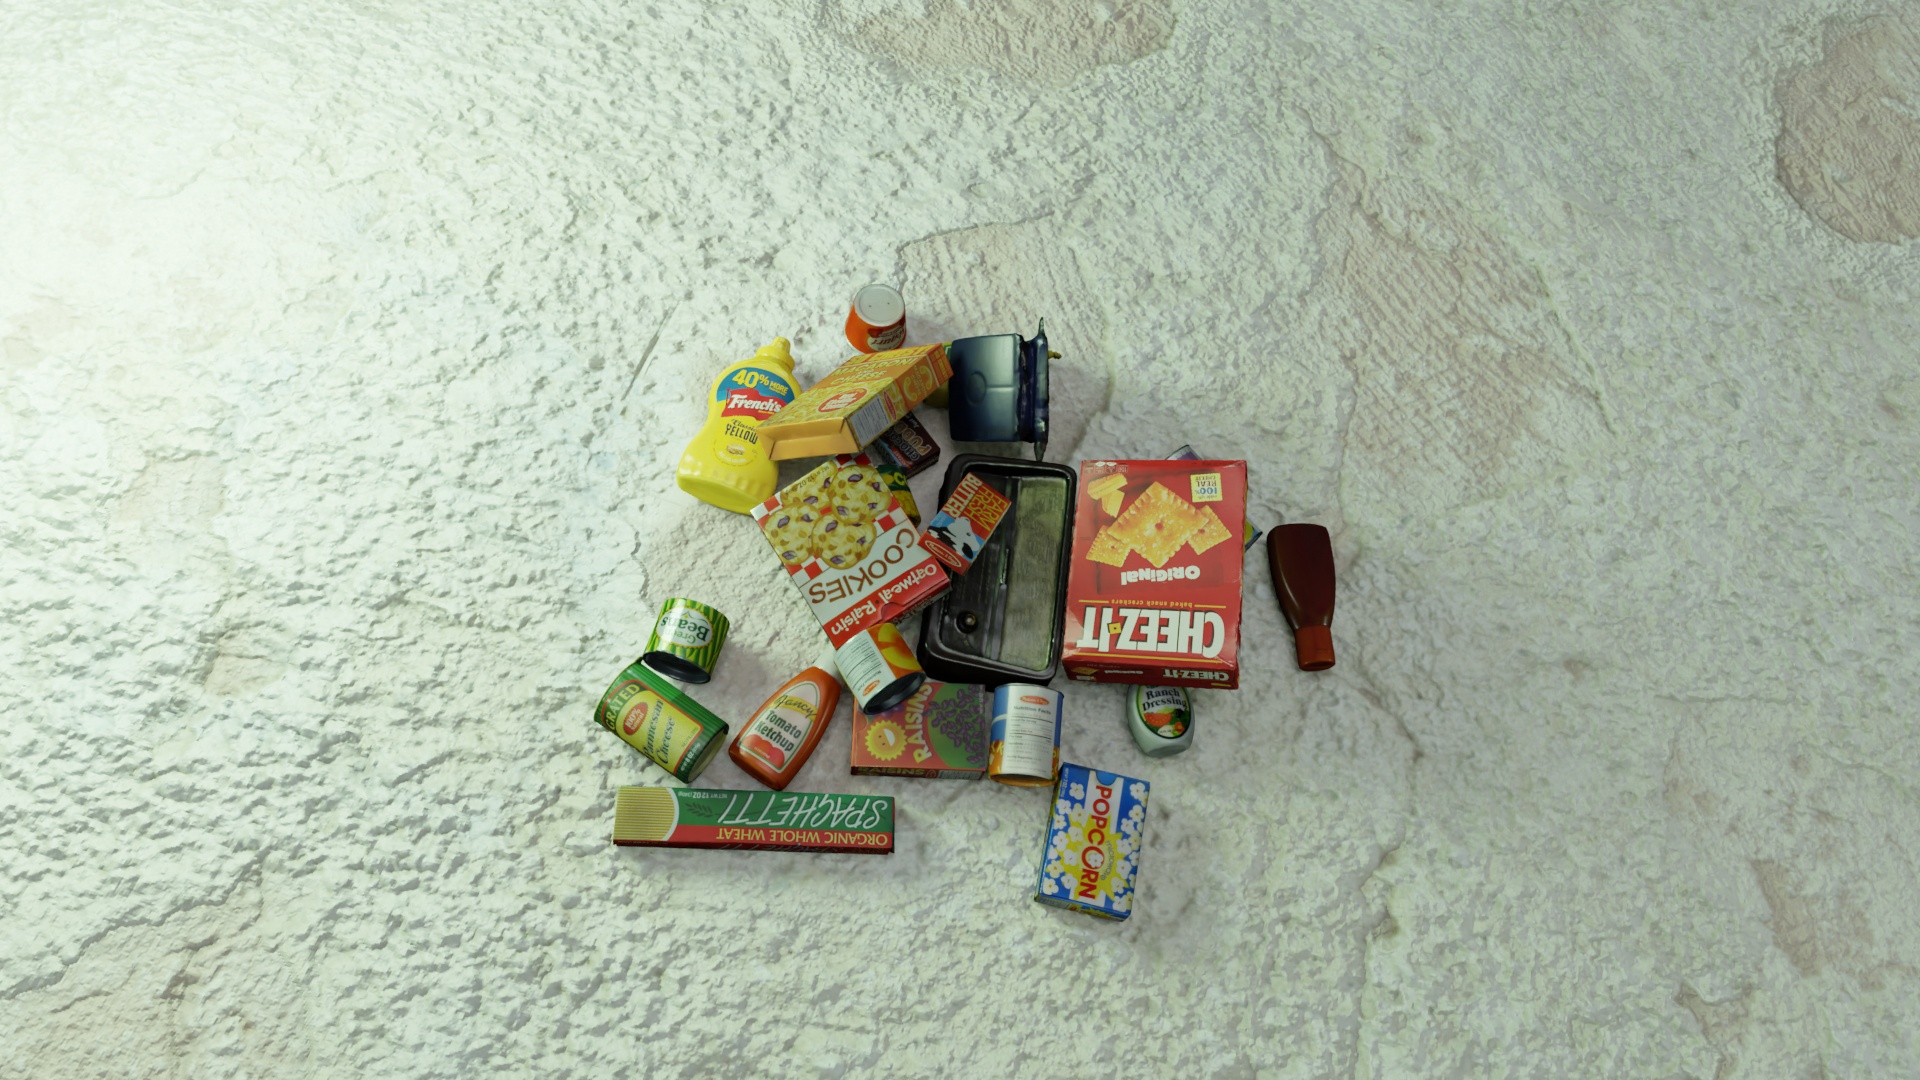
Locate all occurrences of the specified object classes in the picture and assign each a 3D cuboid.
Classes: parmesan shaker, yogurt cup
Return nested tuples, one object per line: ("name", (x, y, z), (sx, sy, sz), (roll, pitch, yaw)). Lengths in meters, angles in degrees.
("parmesan shaker", (-0.267, 0.162, 1.249), (0.103, 0.071, 0.071), (33, 65, 7))
("yogurt cup", (-0.088, -0.235, 1.470), (0.072, 0.053, 0.072), (4, 64, -7))

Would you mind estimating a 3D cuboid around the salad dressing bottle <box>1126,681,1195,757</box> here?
("salad dressing bottle", (0.187, 0.133, 1.347), (0.064, 0.043, 0.148), (-5, 66, -10))

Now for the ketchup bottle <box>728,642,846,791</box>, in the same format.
("ketchup bottle", (-0.146, 0.156, 1.285), (0.065, 0.043, 0.149), (31, 64, 13))

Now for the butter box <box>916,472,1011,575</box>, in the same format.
("butter box", (0.005, -0.016, 1.297), (0.053, 0.024, 0.104), (35, 43, 0))

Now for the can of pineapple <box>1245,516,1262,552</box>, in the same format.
("can of pineapple", (0.262, -0.004, 1.411), (0.071, 0.070, 0.058), (-40, 76, -22))

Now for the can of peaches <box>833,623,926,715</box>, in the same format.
("can of peaches", (-0.073, 0.116, 1.261), (0.071, 0.071, 0.058), (-27, 68, -19))

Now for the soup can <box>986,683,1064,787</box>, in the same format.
("soup can", (0.060, 0.183, 1.293), (0.071, 0.071, 0.084), (8, 69, -5))

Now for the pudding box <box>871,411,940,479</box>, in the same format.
("pudding box", (-0.064, -0.107, 1.427), (0.050, 0.030, 0.084), (-32, 74, -20))

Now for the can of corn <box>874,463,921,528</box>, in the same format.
("can of corn", (-0.076, -0.036, 1.372), (0.071, 0.071, 0.058), (-16, 70, -15))

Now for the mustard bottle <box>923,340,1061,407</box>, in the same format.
("mustard bottle", (0.033, -0.185, 1.468), (0.160, 0.048, 0.065), (-14, 72, -15))

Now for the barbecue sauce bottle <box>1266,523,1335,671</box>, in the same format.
("barbecue sauce bottle", (0.351, 0.057, 1.409), (0.065, 0.043, 0.149), (1, 66, -8))

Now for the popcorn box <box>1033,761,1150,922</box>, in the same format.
("popcorn box", (0.121, 0.277, 1.274), (0.085, 0.038, 0.127), (13, 64, -1))

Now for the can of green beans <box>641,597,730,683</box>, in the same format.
("can of green beans", (-0.253, 0.093, 1.285), (0.071, 0.071, 0.058), (17, 64, -1))

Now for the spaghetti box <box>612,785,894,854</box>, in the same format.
("spaghetti box", (-0.182, 0.251, 1.244), (0.250, 0.028, 0.050), (3, 66, -7))

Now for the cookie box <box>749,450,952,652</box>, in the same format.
("cookie box", (-0.103, 0.009, 1.303), (0.123, 0.040, 0.168), (-33, 70, -4))

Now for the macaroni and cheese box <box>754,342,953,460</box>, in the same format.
("macaroni and cheese box", (-0.103, -0.136, 1.365), (0.167, 0.123, 0.040), (-44, 121, -43))

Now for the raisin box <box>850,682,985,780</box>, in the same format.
("raisin box", (-0.039, 0.177, 1.295), (0.123, 0.040, 0.086), (4, 66, -6))

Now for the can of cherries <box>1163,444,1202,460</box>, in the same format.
("can of cherries", (0.228, -0.054, 1.430), (0.072, 0.071, 0.058), (-35, 76, -21))
